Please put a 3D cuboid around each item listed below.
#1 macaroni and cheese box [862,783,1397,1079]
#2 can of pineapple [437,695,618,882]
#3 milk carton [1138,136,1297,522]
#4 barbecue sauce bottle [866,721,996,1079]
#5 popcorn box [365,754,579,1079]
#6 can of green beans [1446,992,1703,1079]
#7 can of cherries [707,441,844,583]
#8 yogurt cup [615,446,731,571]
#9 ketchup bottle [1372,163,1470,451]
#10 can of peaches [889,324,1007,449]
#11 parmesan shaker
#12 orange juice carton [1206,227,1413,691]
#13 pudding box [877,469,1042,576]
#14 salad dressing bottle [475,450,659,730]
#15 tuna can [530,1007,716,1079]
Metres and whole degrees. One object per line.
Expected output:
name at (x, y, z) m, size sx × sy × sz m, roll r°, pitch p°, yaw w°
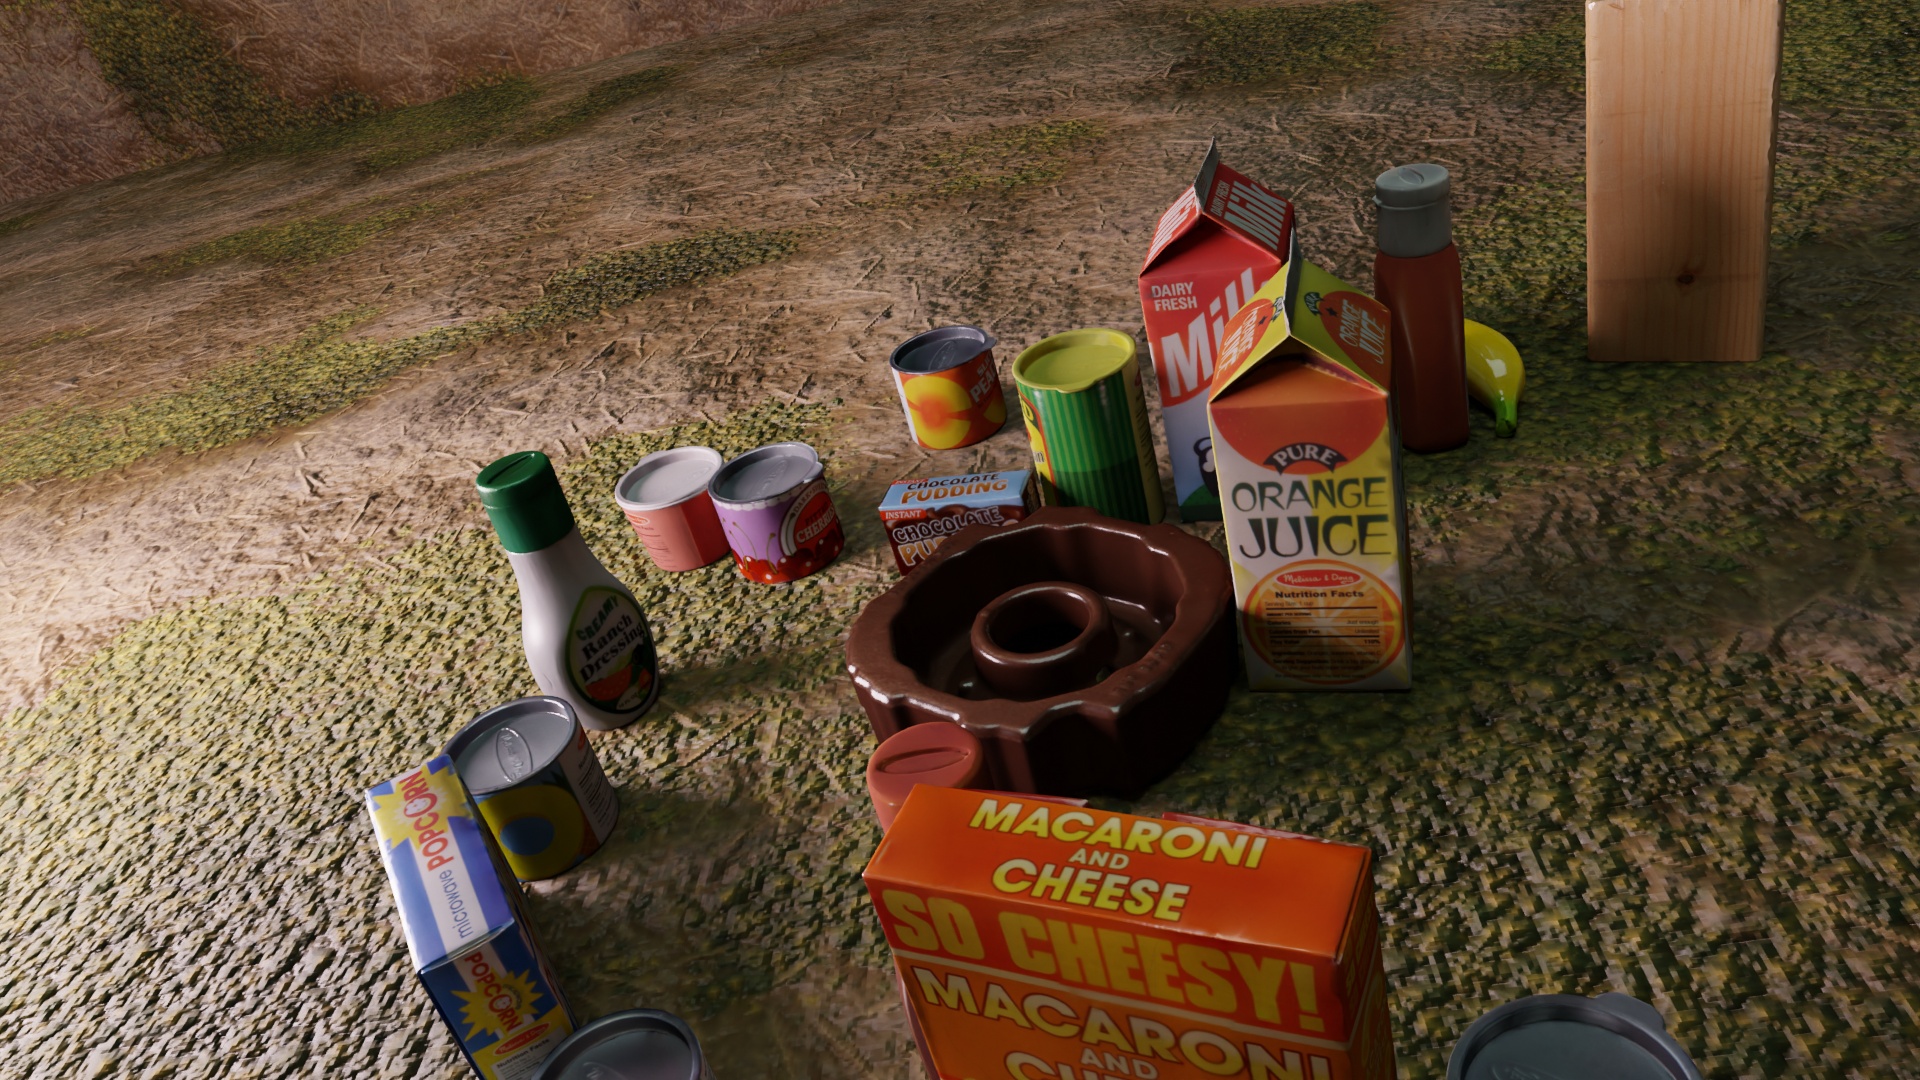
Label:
macaroni and cheese box at (0.054, 0.145, 0.382) m, size 0.123 × 0.165 × 0.040 m, roll 3°, pitch 35°, yaw 27°
can of pineapple at (-0.201, 0.115, 0.643) m, size 0.071 × 0.057 × 0.071 m, roll -11°, pitch 31°, yaw 7°
milk carton at (0.141, -0.107, 0.722) m, size 0.073 × 0.189 × 0.073 m, roll -3°, pitch 33°, yaw 20°
barbecue sauce bottle at (0.006, 0.125, 0.450) m, size 0.065 × 0.147 × 0.044 m, roll -10°, pitch 31°, yaw 9°
popcorn box at (-0.193, 0.153, 0.552) m, size 0.038 × 0.084 × 0.127 m, roll -27°, pitch 33°, yaw -19°
can of green beans at (0.173, 0.173, 0.390) m, size 0.071 × 0.057 × 0.071 m, roll -11°, pitch 31°, yaw 7°
can of cherries at (-0.105, -0.016, 0.810) m, size 0.071 × 0.058 × 0.072 m, roll -11°, pitch 31°, yaw 7°
yogurt cup at (-0.169, -0.018, 0.845) m, size 0.072 × 0.053 × 0.073 m, roll -11°, pitch 31°, yaw 7°
ketchup bottle at (0.246, -0.125, 0.745) m, size 0.043 × 0.148 × 0.065 m, roll -12°, pitch 31°, yaw 6°
can of peaches at (-0.005, -0.099, 0.900) m, size 0.071 × 0.057 × 0.071 m, roll -11°, pitch 31°, yaw 7°
parmesan shaker at (0.070, -0.053, 0.750) m, size 0.071 × 0.102 × 0.071 m, roll -11°, pitch 31°, yaw 7°
orange juice carton at (0.151, -0.031, 0.594) m, size 0.073 × 0.191 × 0.072 m, roll -3°, pitch 33°, yaw 20°
pudding box at (0.003, -0.010, 0.762) m, size 0.083 × 0.049 × 0.030 m, roll -3°, pitch 33°, yaw 19°
salad dressing bottle at (-0.198, 0.026, 0.697) m, size 0.044 × 0.147 × 0.064 m, roll 10°, pitch 39°, yaw 36°
tuna can at (-0.120, 0.204, 0.490) m, size 0.071 × 0.032 × 0.071 m, roll -11°, pitch 31°, yaw 7°
